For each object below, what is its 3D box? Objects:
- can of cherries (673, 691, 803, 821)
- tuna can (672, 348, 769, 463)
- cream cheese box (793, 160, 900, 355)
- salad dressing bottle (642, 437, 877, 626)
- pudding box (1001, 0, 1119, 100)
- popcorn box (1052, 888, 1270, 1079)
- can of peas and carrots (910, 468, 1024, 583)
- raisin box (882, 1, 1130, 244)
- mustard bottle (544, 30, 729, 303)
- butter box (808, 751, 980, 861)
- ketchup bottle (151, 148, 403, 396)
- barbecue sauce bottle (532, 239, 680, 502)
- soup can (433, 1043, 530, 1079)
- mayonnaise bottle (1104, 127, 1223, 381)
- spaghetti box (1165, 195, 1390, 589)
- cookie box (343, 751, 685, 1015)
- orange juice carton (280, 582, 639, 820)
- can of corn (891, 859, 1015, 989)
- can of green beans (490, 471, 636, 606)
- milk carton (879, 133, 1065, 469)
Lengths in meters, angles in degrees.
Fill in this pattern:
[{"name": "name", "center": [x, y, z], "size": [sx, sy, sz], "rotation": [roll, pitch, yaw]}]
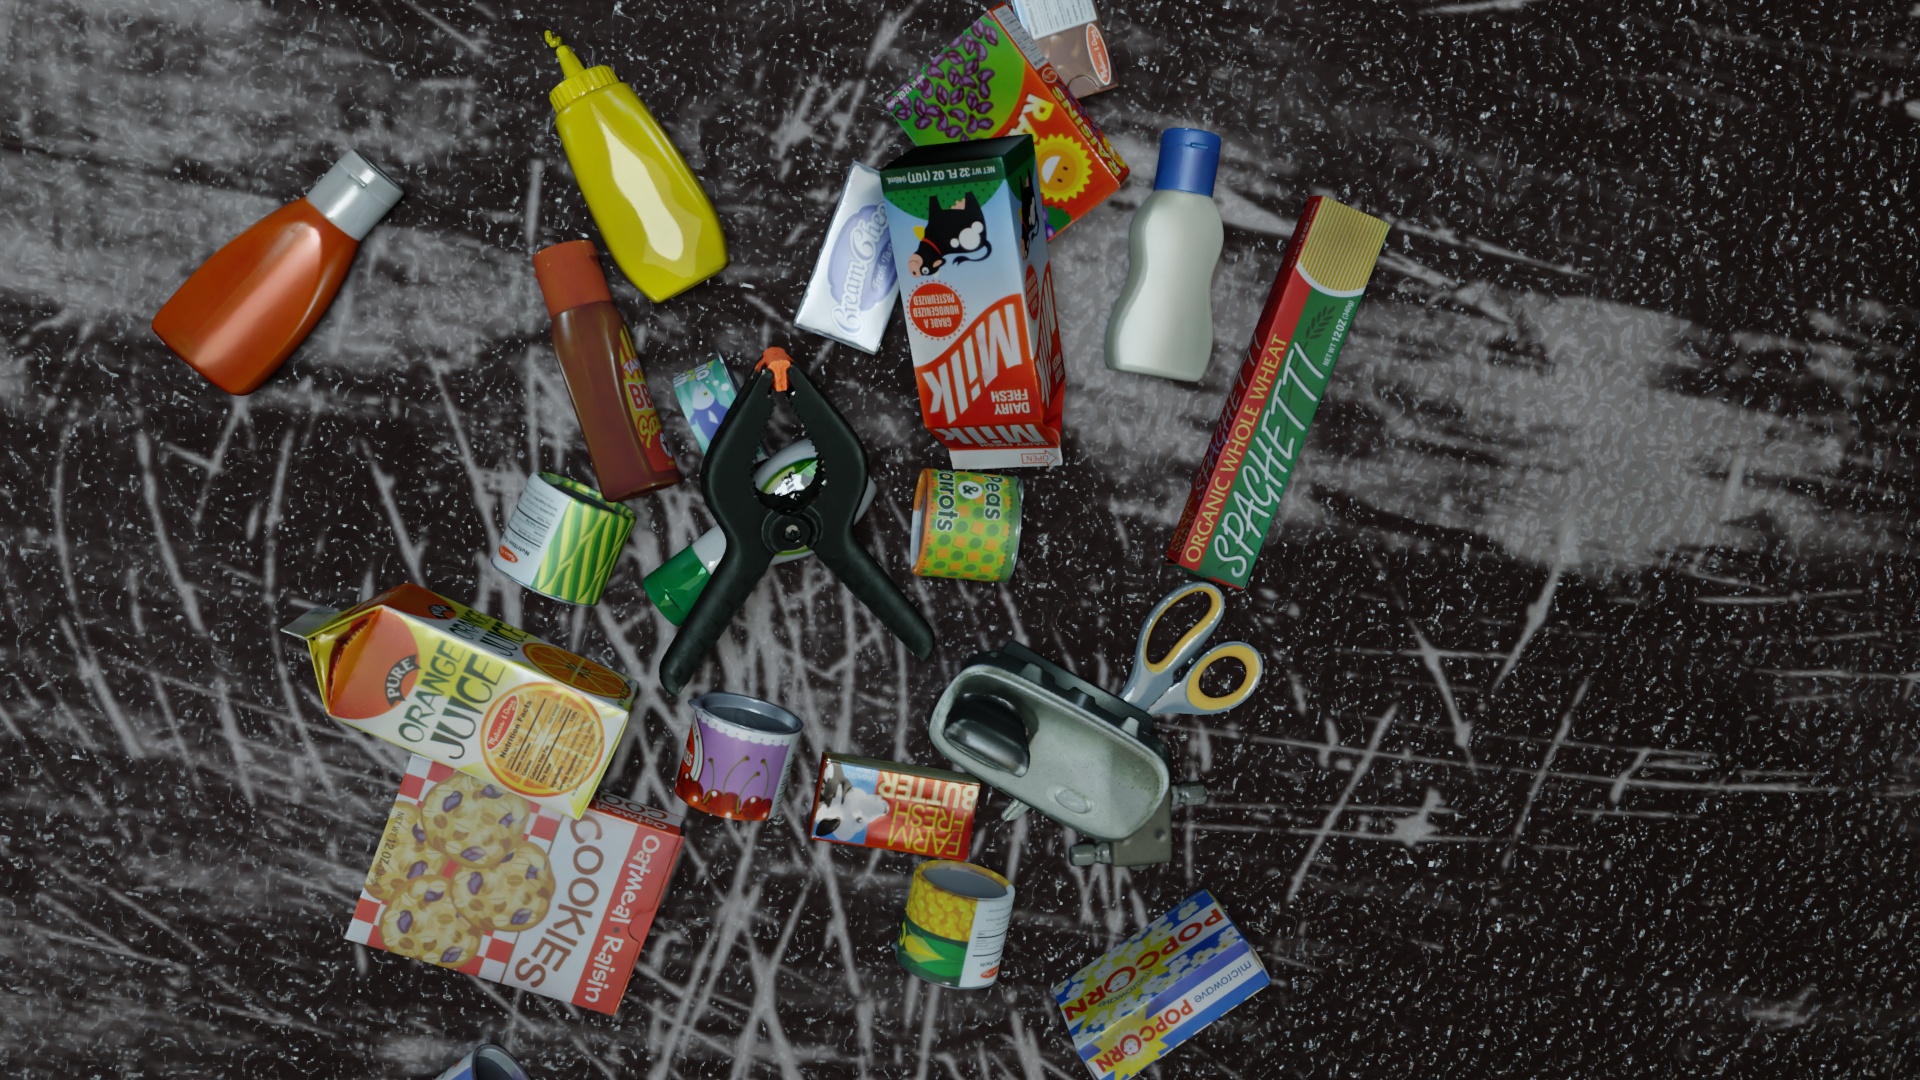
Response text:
[{"name": "can of cherries", "center": [-0.137, 0.130, 0.842], "size": [0.071, 0.071, 0.058], "rotation": [15, 97, -10]}, {"name": "tuna can", "center": [-0.141, -0.074, 0.811], "size": [0.033, 0.071, 0.071], "rotation": [-25, 101, -3]}, {"name": "cream cheese box", "center": [-0.058, -0.168, 0.831], "size": [0.053, 0.024, 0.103], "rotation": [20, 95, -10]}, {"name": "salad dressing bottle", "center": [-0.121, -0.005, 0.836], "size": [0.148, 0.044, 0.064], "rotation": [-36, 110, -1]}, {"name": "pudding box", "center": [0.057, -0.302, 0.826], "size": [0.050, 0.030, 0.083], "rotation": [-20, 100, -6]}, {"name": "popcorn box", "center": [0.127, 0.286, 0.891], "size": [0.127, 0.085, 0.038], "rotation": [-33, 100, -2]}, {"name": "can of peas and carrots", "center": [0.003, -0.011, 0.840], "size": [0.059, 0.071, 0.071], "rotation": [5, 98, -8]}, {"name": "raisin box", "center": [0.028, -0.234, 0.810], "size": [0.086, 0.040, 0.123], "rotation": [-34, 103, 27]}, {"name": "mustard bottle", "center": [-0.192, -0.217, 0.793], "size": [0.065, 0.049, 0.160], "rotation": [-28, 100, -3]}, {"name": "butter box", "center": [-0.041, 0.169, 0.882], "size": [0.103, 0.024, 0.053], "rotation": [11, 96, -9]}, {"name": "ketchup bottle", "center": [-0.377, -0.154, 0.779], "size": [0.064, 0.043, 0.149], "rotation": [43, 90, -12]}, {"name": "barbecue sauce bottle", "center": [-0.207, -0.097, 0.804], "size": [0.044, 0.065, 0.148], "rotation": [-18, 92, 4]}, {"name": "soup can", "center": [-0.309, 0.364, 0.850], "size": [0.084, 0.071, 0.071], "rotation": [-36, 101, -1]}, {"name": "mayonnaise bottle", "center": [0.130, -0.174, 0.849], "size": [0.065, 0.041, 0.148], "rotation": [8, 96, -11]}, {"name": "spaghetti box", "center": [0.199, -0.091, 0.876], "size": [0.050, 0.029, 0.249], "rotation": [20, 95, -9]}, {"name": "cookie box", "center": [-0.268, 0.205, 0.847], "size": [0.167, 0.040, 0.123], "rotation": [20, 95, -10]}, {"name": "orange juice carton", "center": [-0.292, 0.084, 0.811], "size": [0.193, 0.072, 0.073], "rotation": [26, 94, -11]}, {"name": "can of corn", "center": [-0.005, 0.240, 0.878], "size": [0.071, 0.071, 0.058], "rotation": [11, 96, -9]}, {"name": "can of green beans", "center": [-0.230, -0.001, 0.810], "size": [0.071, 0.071, 0.057], "rotation": [25, 94, -11]}, {"name": "milk carton", "center": [0.013, -0.129, 0.800], "size": [0.072, 0.074, 0.189], "rotation": [-1, 115, 17]}]
